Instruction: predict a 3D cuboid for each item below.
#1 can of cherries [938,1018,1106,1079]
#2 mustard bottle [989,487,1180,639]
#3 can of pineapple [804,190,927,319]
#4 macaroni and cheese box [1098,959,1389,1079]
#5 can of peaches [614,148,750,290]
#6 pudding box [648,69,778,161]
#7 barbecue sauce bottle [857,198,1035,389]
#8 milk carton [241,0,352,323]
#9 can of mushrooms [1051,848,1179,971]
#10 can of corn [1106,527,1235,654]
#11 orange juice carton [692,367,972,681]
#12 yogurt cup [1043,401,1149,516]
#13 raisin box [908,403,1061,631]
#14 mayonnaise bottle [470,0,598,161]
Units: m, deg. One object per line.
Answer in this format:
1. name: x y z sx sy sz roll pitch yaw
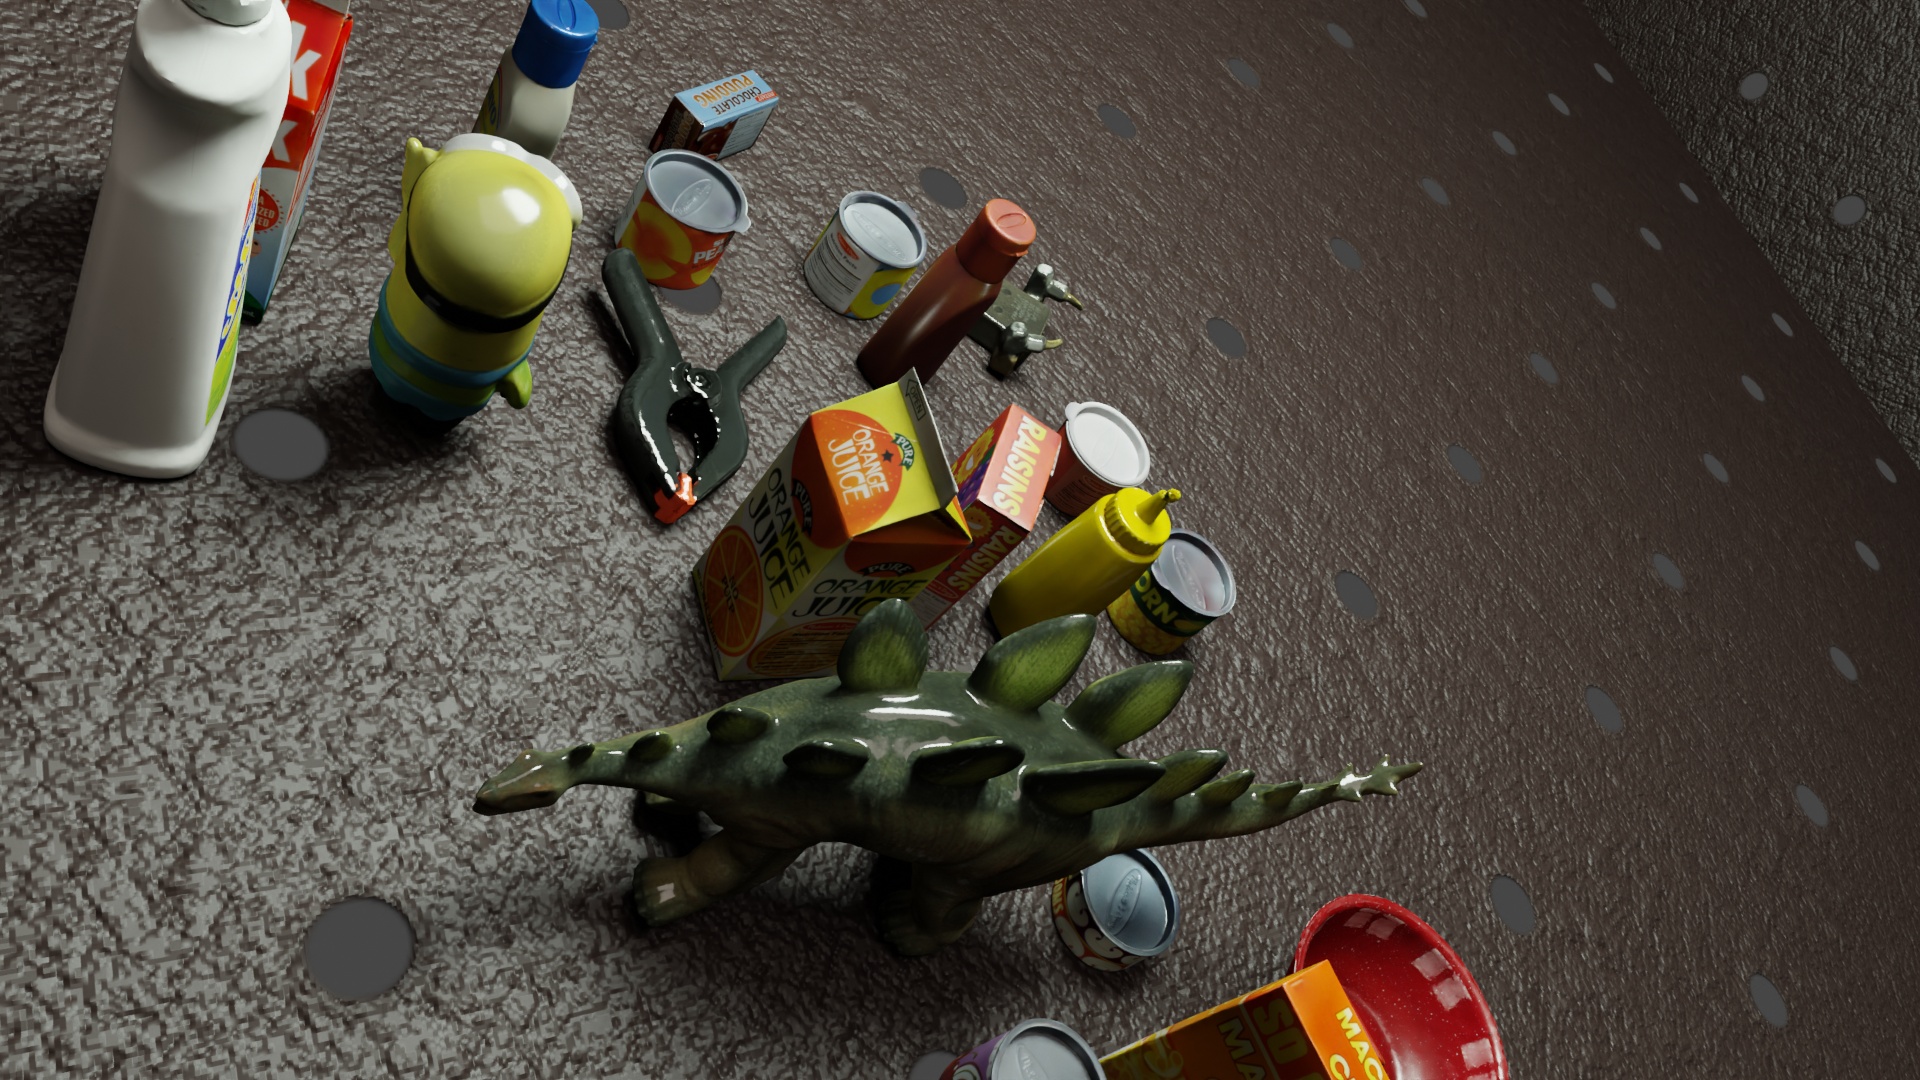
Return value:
1. can of cherries: 0.026 0.269 0.659 0.071 0.058 0.072 20 49 -24
2. mustard bottle: 0.080 0.010 0.820 0.065 0.159 0.049 -13 67 -42
3. can of pineapple: -0.063 -0.193 0.940 0.071 0.057 0.071 20 49 -24
4. macaroni and cheese box: 0.136 0.283 0.652 0.040 0.165 0.124 -8 64 -40
5. can of peaches: -0.172 -0.197 0.861 0.071 0.057 0.071 20 49 -24
6. pudding box: -0.165 -0.283 0.937 0.030 0.049 0.084 47 43 2
7. barbecue sauce bottle: -0.006 -0.155 0.888 0.065 0.147 0.044 -27 77 -45
8. milk carton: -0.337 -0.196 0.643 0.072 0.189 0.074 19 49 -25
9. can of mushrooms: 0.084 0.201 0.771 0.071 0.033 0.071 20 49 -24
10. can of corn: 0.136 0.035 0.916 0.071 0.058 0.071 20 49 -24
11. orange juice carton: -0.060 -0.003 0.702 0.073 0.191 0.072 1 59 -36
12. yogurt cup: 0.087 -0.052 0.949 0.072 0.053 0.073 20 49 -24
13. raisin box: 0.003 -0.010 0.804 0.040 0.122 0.086 33 45 -12
14. mayonnaise bottle: -0.244 -0.239 0.775 0.041 0.147 0.065 7 55 -33
